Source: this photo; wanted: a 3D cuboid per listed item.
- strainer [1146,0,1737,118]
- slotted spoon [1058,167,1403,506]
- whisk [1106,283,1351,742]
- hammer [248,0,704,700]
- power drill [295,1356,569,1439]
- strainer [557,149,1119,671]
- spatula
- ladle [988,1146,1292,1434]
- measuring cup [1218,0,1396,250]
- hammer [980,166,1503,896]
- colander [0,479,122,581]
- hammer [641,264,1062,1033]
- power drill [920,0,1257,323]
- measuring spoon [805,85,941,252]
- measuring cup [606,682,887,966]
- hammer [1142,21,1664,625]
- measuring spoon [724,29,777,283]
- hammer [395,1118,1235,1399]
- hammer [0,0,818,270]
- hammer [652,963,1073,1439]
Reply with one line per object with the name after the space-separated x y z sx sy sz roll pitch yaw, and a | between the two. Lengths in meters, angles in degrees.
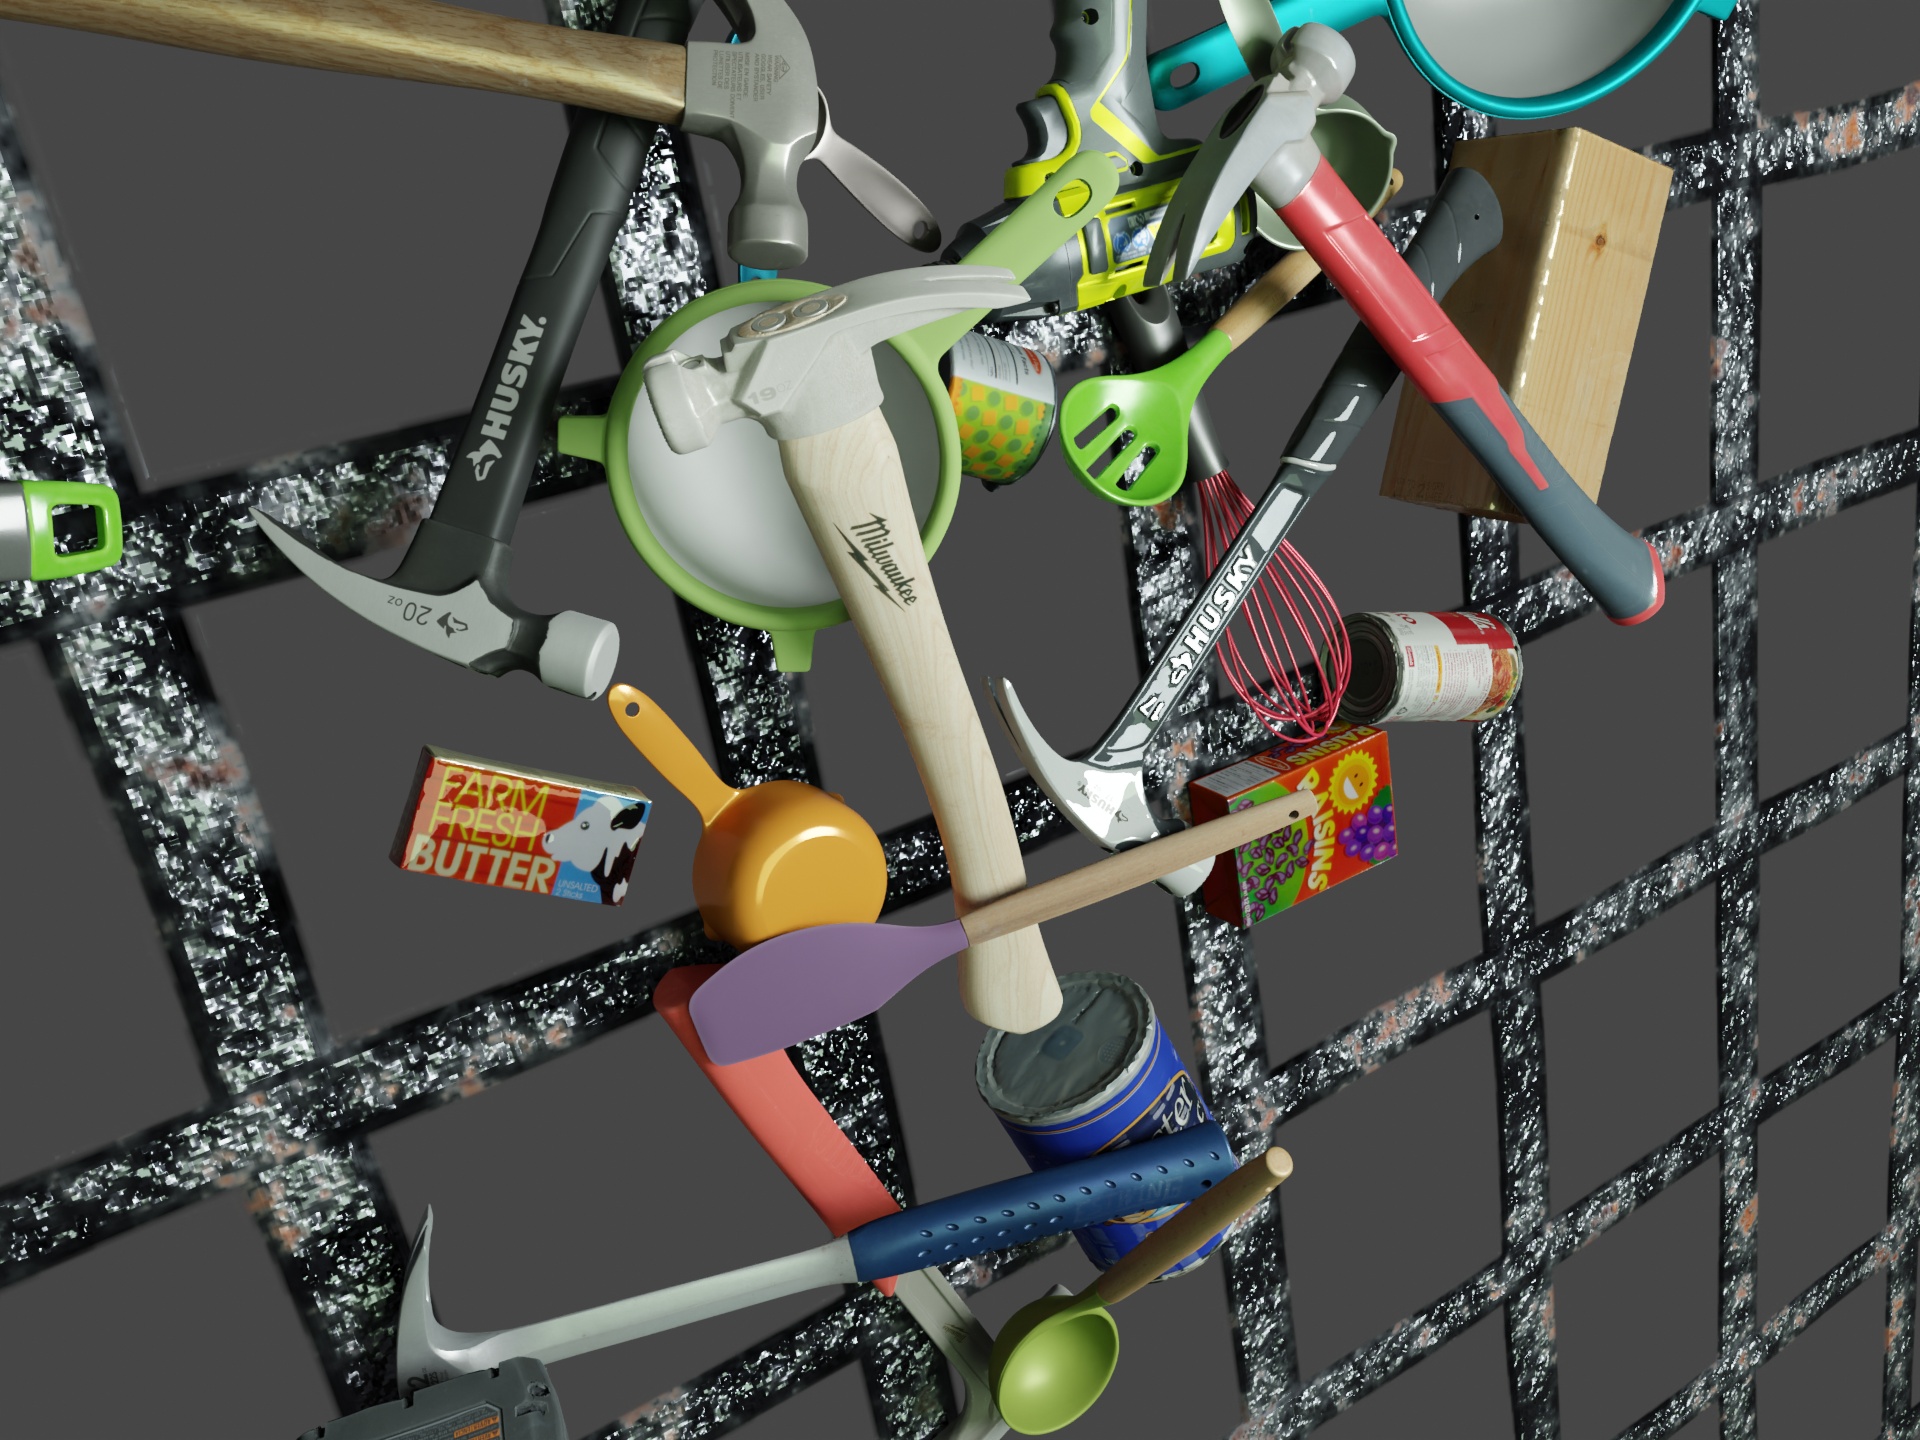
0.234 -0.404 0.827 0.340 0.095 0.210 -25 124 -2 | strainer
0.148 -0.205 0.816 0.070 0.031 0.314 45 61 -2 | slotted spoon
0.140 -0.116 0.852 0.073 0.073 0.295 -34 111 -20 | whisk
-0.161 -0.185 0.632 0.146 0.035 0.335 17 83 4 | hammer
-0.189 0.391 0.719 0.188 0.080 0.226 -16 126 -11 | power drill
-0.037 -0.153 0.688 0.256 0.069 0.151 -41 109 11 | strainer
0.025 0.090 0.756 0.316 0.018 0.059 -19 116 -8 | spatula
0.087 0.278 0.767 0.078 0.062 0.320 -11 151 -28 | ladle
0.156 -0.308 0.781 0.083 0.038 0.167 -28 134 14 | measuring cup
0.163 -0.118 0.814 0.149 0.036 0.409 37 79 -18 | hammer
-0.474 -0.052 0.477 0.397 0.094 0.204 -12 109 -48 | colander
-0.001 -0.002 0.716 0.146 0.038 0.410 -19 129 -1 | hammer
0.039 -0.300 0.722 0.171 0.080 0.223 -22 111 -21 | power drill
-0.049 -0.245 0.714 0.124 0.018 0.034 26 92 -51 | measuring spoon
-0.100 0.048 0.742 0.095 0.052 0.173 -46 123 -14 | measuring cup
0.247 -0.156 0.809 0.386 0.038 0.143 39 77 -30 | hammer
-0.092 -0.243 0.701 0.042 0.021 0.128 -11 117 -38 | measuring spoon
-0.063 0.256 0.762 0.405 0.035 0.144 -12 108 -11 | hammer
-0.214 -0.249 0.569 0.331 0.031 0.130 3 84 -19 | hammer
-0.058 0.266 0.833 0.149 0.037 0.358 -41 120 -17 | hammer
